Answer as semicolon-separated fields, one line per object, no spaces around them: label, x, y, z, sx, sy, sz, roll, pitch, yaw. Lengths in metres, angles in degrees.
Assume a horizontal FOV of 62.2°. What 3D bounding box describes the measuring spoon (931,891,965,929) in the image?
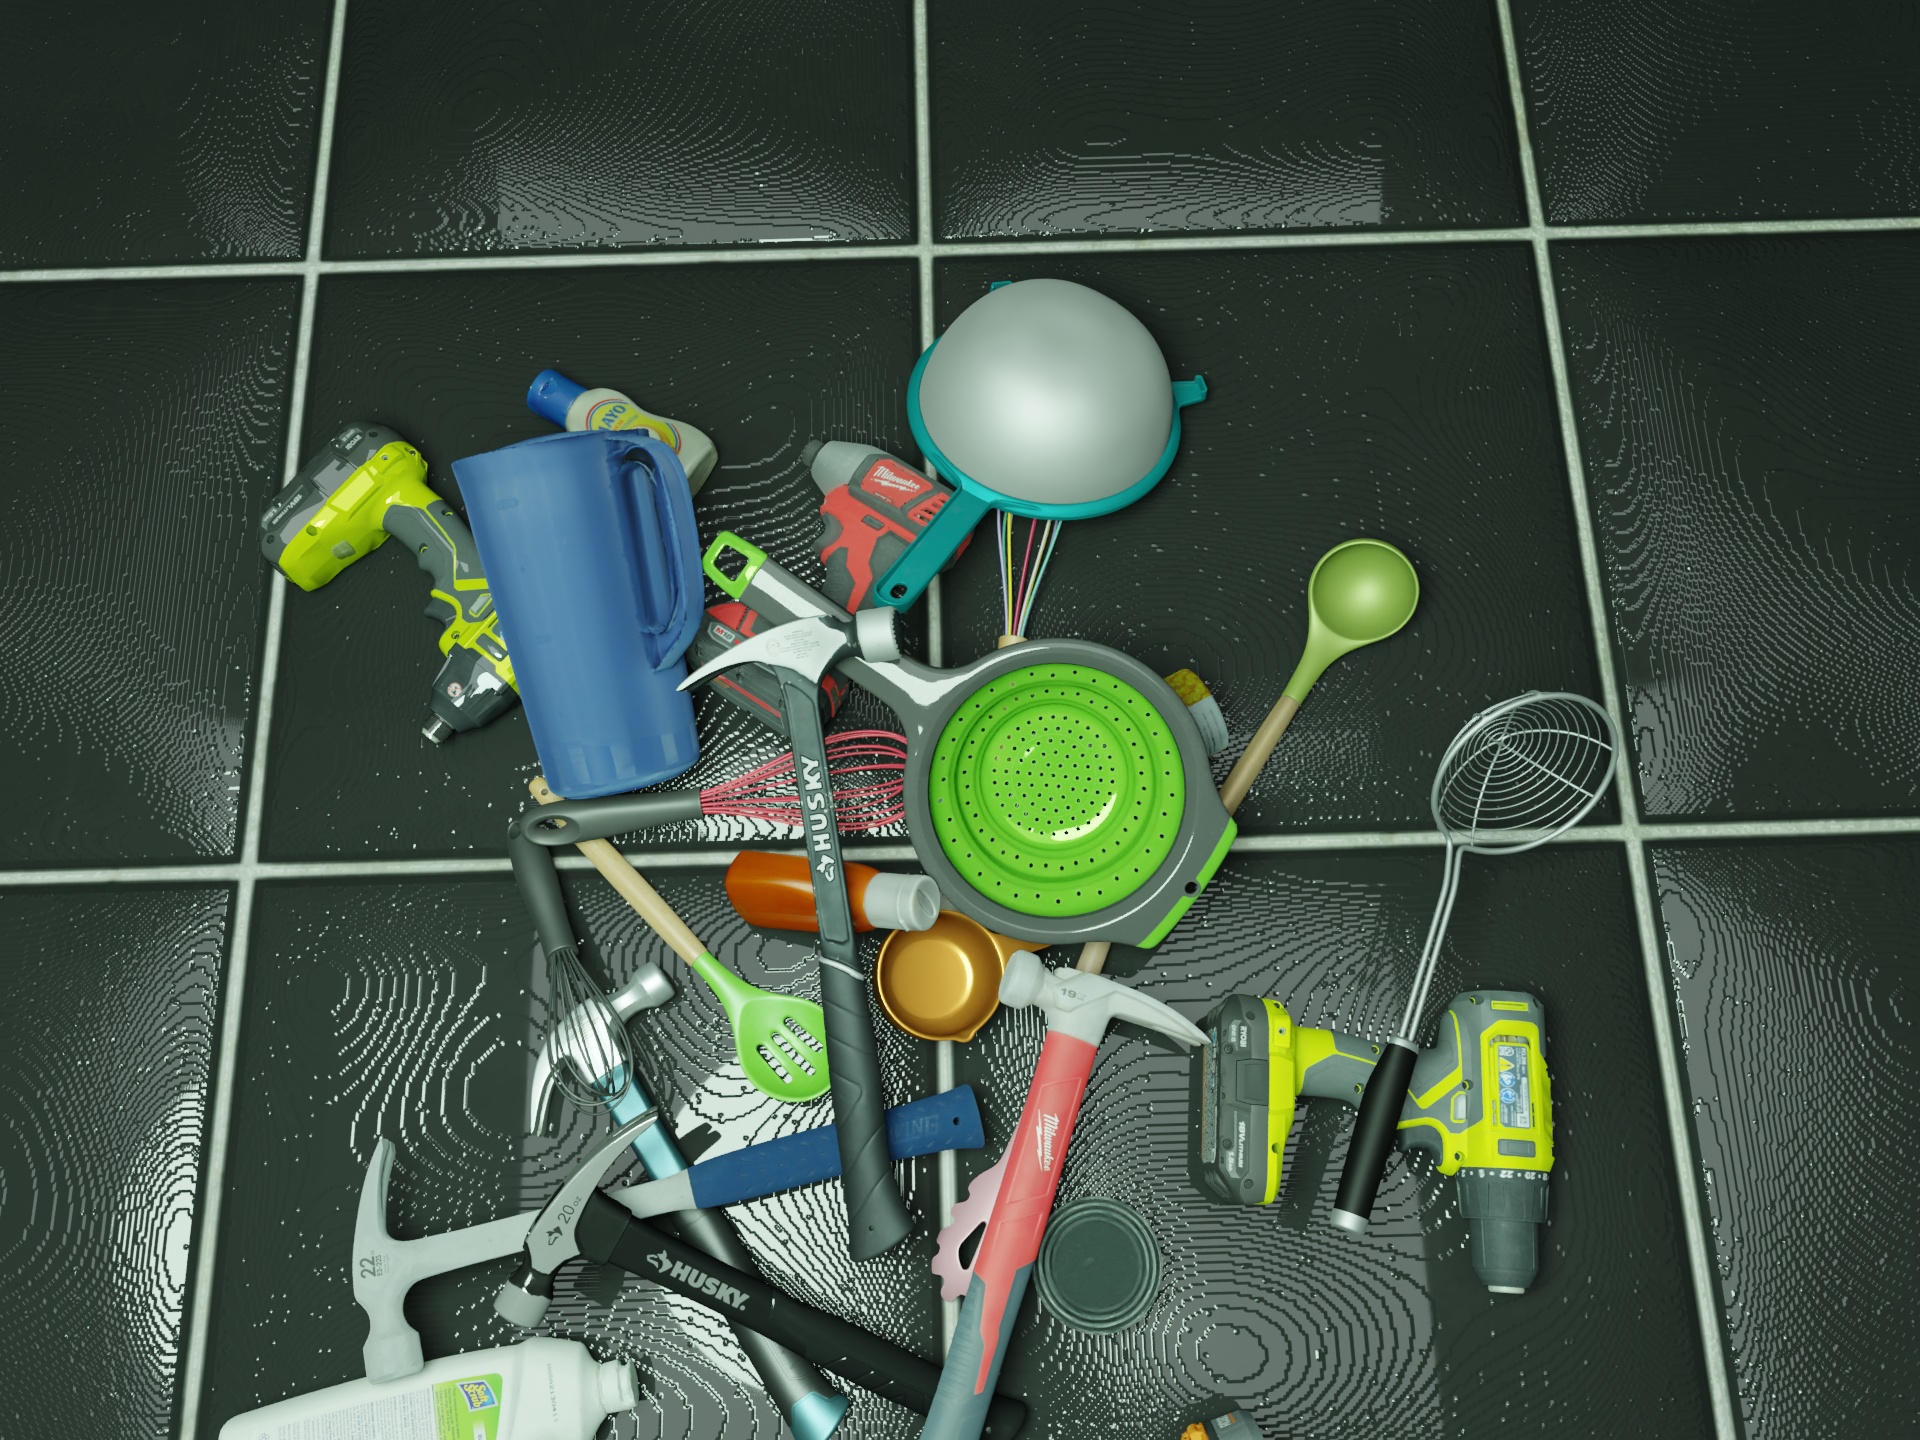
measuring spoon;0.028;0.135;1.126;0.124;0.018;0.034;7;73;2

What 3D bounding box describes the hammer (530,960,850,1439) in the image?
hammer;-0.174;0.331;1.059;0.128;0.033;0.331;-33;75;-10

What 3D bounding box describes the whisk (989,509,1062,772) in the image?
whisk;0.046;-0.081;1.183;0.051;0.047;0.245;5;77;11

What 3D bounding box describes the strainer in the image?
strainer;0.036;-0.214;1.147;0.211;0.095;0.340;29;58;11

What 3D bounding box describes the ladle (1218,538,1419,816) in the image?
ladle;0.228;0.004;1.146;0.078;0.062;0.320;34;79;3

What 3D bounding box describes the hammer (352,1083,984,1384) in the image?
hammer;-0.186;0.300;1.031;0.405;0.035;0.144;-12;72;-9

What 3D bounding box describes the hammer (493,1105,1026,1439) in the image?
hammer;-0.107;0.370;0.996;0.334;0.035;0.146;30;83;-9

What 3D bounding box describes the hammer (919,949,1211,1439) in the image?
hammer;0.042;0.349;1.003;0.143;0.038;0.386;21;71;-5

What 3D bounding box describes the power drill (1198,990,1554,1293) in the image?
power drill;0.278;0.272;1.053;0.228;0.080;0.191;4;73;-1

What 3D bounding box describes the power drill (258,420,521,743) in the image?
power drill;-0.396;-0.102;1.174;0.223;0.080;0.171;37;76;8

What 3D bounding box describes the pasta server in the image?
pasta server;0.059;0.246;1.089;0.060;0.040;0.316;21;70;7

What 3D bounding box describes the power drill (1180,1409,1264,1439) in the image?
power drill;0.105;0.539;0.970;0.226;0.084;0.164;-23;74;-2

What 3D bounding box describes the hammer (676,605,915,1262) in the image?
hammer;-0.084;0.138;1.014;0.149;0.036;0.409;-8;88;9

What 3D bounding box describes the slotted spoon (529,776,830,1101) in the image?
slotted spoon;-0.199;0.148;1.120;0.314;0.031;0.070;43;72;14

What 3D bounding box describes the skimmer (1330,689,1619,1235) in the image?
skimmer;0.320;0.152;1.007;0.127;0.090;0.363;31;72;-28

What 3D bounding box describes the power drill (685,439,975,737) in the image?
power drill;-0.101;-0.106;1.174;0.143;0.078;0.220;33;73;10

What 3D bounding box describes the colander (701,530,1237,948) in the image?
colander;-0.002;-0.003;1.088;0.397;0.094;0.204;35;95;-1

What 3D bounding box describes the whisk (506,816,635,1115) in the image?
whisk;-0.274;0.161;1.086;0.055;0.055;0.239;-24;57;-7

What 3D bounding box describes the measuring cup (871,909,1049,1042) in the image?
measuring cup;0.020;0.162;1.103;0.173;0.052;0.095;-20;82;-17

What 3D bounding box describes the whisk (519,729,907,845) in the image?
whisk;-0.163;0.056;1.122;0.296;0.073;0.073;-8;73;-2
